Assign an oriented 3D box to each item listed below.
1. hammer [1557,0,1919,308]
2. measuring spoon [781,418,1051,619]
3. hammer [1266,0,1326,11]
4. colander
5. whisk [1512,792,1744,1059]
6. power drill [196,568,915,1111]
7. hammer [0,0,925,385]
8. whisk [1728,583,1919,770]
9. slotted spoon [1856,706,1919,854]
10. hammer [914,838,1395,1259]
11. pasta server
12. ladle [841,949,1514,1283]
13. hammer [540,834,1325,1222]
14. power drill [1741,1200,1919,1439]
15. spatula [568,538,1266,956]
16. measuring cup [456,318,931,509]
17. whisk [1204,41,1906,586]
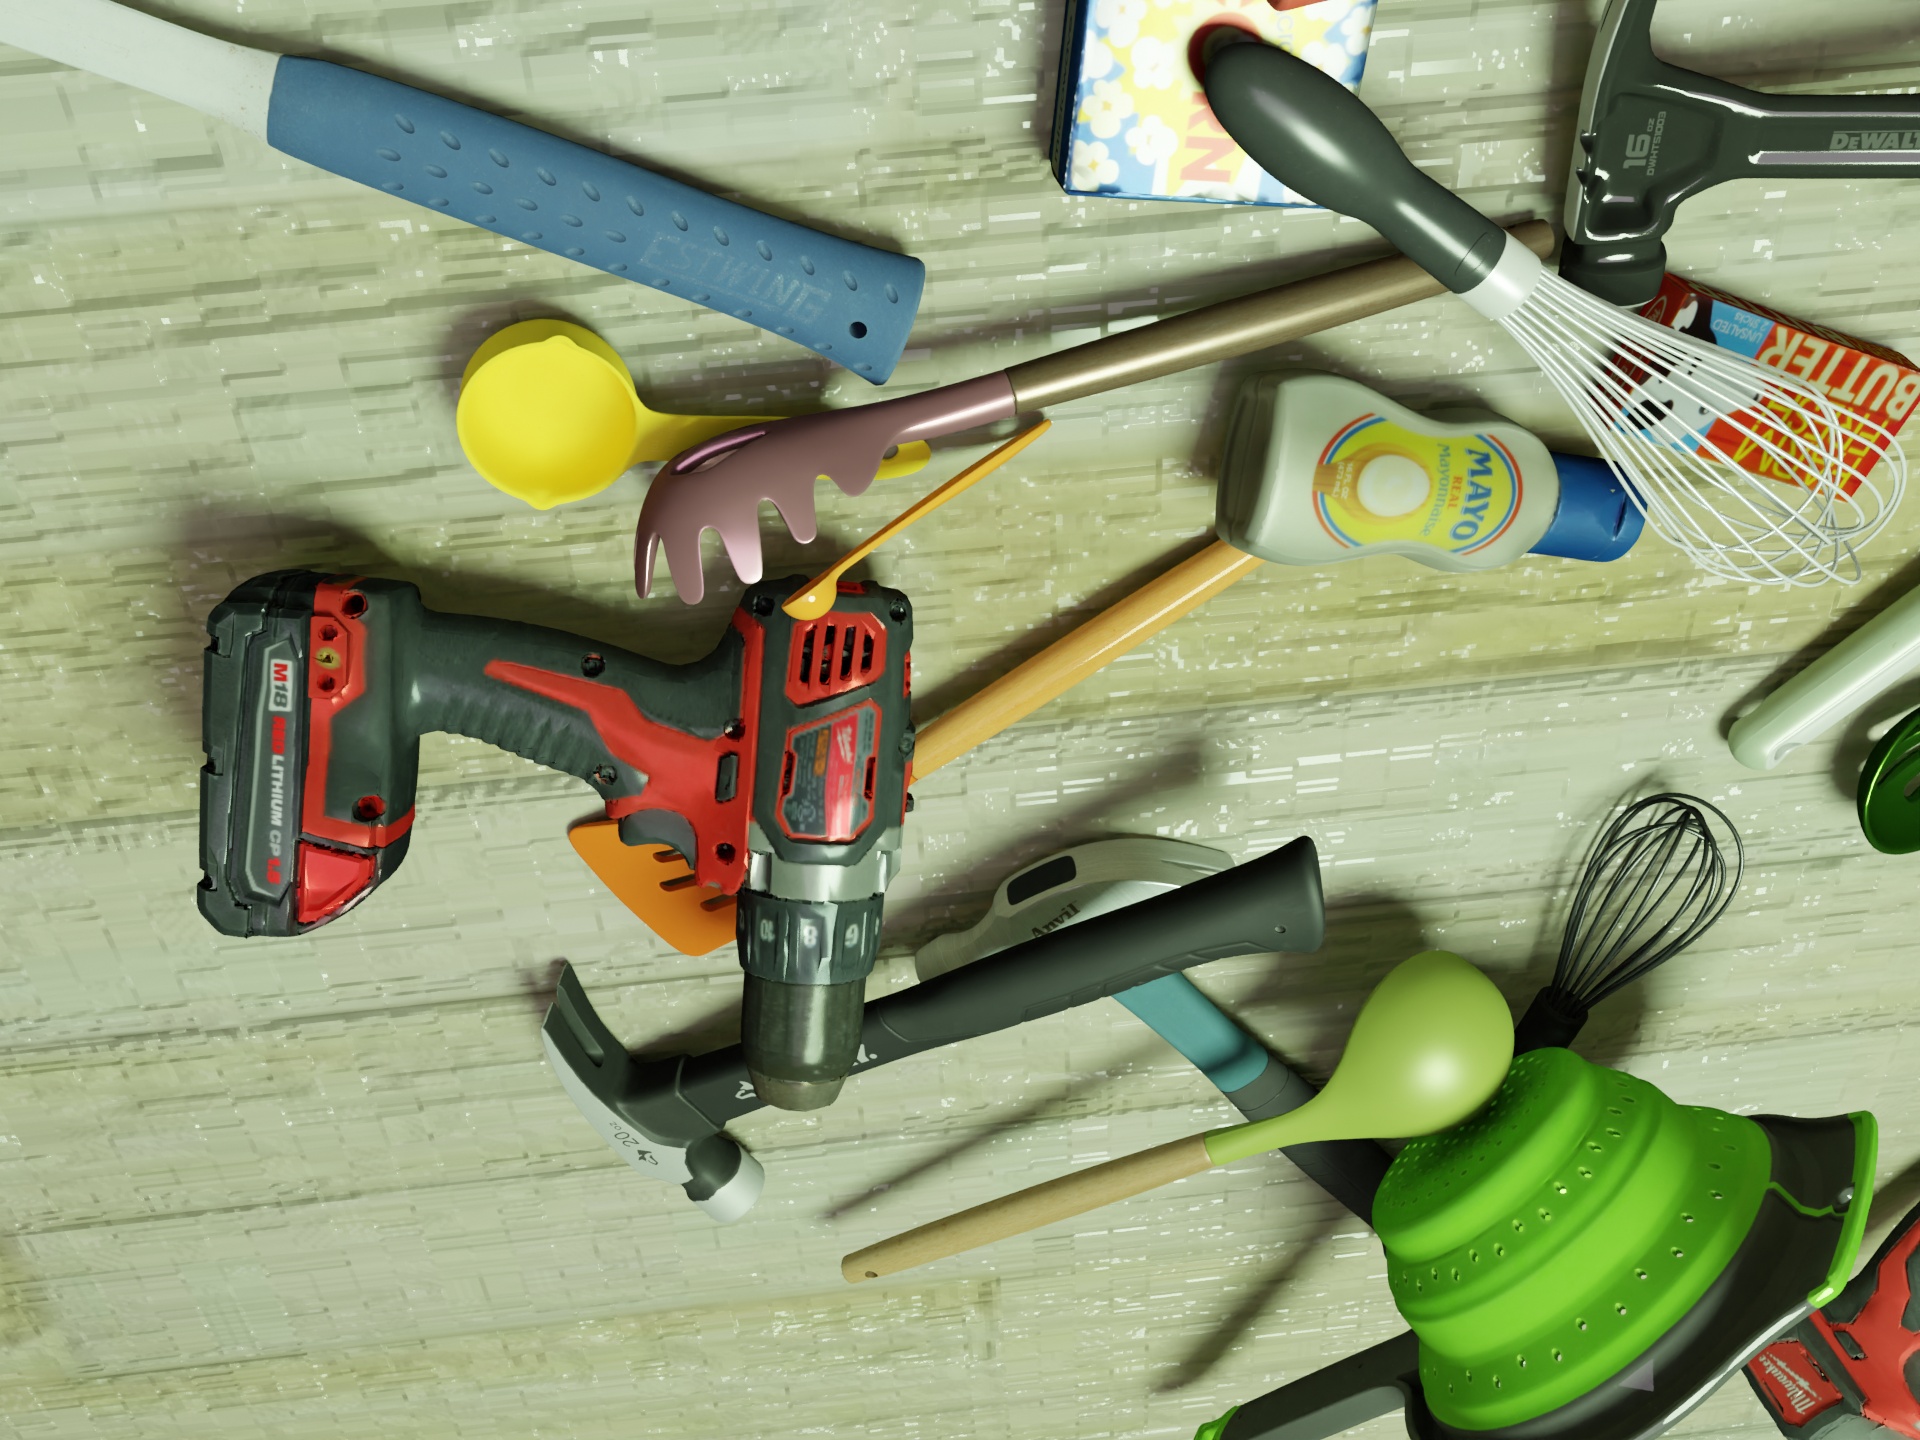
[{"bbox_3d":[0.351,-0.172,0.443,0.337,0.034,0.127,5,136,14],"label":"hammer"},{"bbox_3d":[-0.011,-0.066,0.524,0.117,0.021,0.011,-38,104,-21],"label":"measuring spoon"},{"bbox_3d":[0.255,-0.229,0.404,0.359,0.149,0.036,-13,167,0],"label":"hammer"},{"bbox_3d":[0.197,0.247,0.702,0.094,0.204,0.397,47,132,6],"label":"colander"},{"bbox_3d":[0.268,0.128,0.701,0.055,0.055,0.238,9,126,-12],"label":"whisk"},{"bbox_3d":[-0.130,0.038,0.544,0.226,0.080,0.188,4,97,-9],"label":"power drill"},{"bbox_3d":[-0.203,-0.184,0.447,0.405,0.035,0.144,16,121,-16],"label":"hammer"},{"bbox_3d":[0.394,-0.061,0.590,0.057,0.059,0.246,14,130,-48],"label":"whisk"},{"bbox_3d":[0.494,-0.043,0.623,0.314,0.031,0.070,-33,121,13],"label":"slotted spoon"},{"bbox_3d":[0.133,0.165,0.717,0.128,0.033,0.330,-37,120,18],"label":"hammer"},{"bbox_3d":[0.043,-0.106,0.511,0.316,0.060,0.040,-17,119,-5],"label":"pasta server"},{"bbox_3d":[0.083,0.183,0.688,0.320,0.062,0.078,-25,125,21],"label":"ladle"},{"bbox_3d":[-0.013,0.112,0.626,0.335,0.035,0.146,-23,123,24],"label":"hammer"},{"bbox_3d":[0.488,0.289,0.773,0.078,0.143,0.219,29,114,-25],"label":"power drill"},{"bbox_3d":[-0.001,-0.002,0.600,0.322,0.041,0.081,-32,120,10],"label":"spatula"},{"bbox_3d":[-0.086,-0.100,0.529,0.156,0.029,0.062,2,128,-21],"label":"measuring cup"},{"bbox_3d":[0.186,-0.120,0.485,0.284,0.070,0.070,28,116,-22],"label":"whisk"}]
